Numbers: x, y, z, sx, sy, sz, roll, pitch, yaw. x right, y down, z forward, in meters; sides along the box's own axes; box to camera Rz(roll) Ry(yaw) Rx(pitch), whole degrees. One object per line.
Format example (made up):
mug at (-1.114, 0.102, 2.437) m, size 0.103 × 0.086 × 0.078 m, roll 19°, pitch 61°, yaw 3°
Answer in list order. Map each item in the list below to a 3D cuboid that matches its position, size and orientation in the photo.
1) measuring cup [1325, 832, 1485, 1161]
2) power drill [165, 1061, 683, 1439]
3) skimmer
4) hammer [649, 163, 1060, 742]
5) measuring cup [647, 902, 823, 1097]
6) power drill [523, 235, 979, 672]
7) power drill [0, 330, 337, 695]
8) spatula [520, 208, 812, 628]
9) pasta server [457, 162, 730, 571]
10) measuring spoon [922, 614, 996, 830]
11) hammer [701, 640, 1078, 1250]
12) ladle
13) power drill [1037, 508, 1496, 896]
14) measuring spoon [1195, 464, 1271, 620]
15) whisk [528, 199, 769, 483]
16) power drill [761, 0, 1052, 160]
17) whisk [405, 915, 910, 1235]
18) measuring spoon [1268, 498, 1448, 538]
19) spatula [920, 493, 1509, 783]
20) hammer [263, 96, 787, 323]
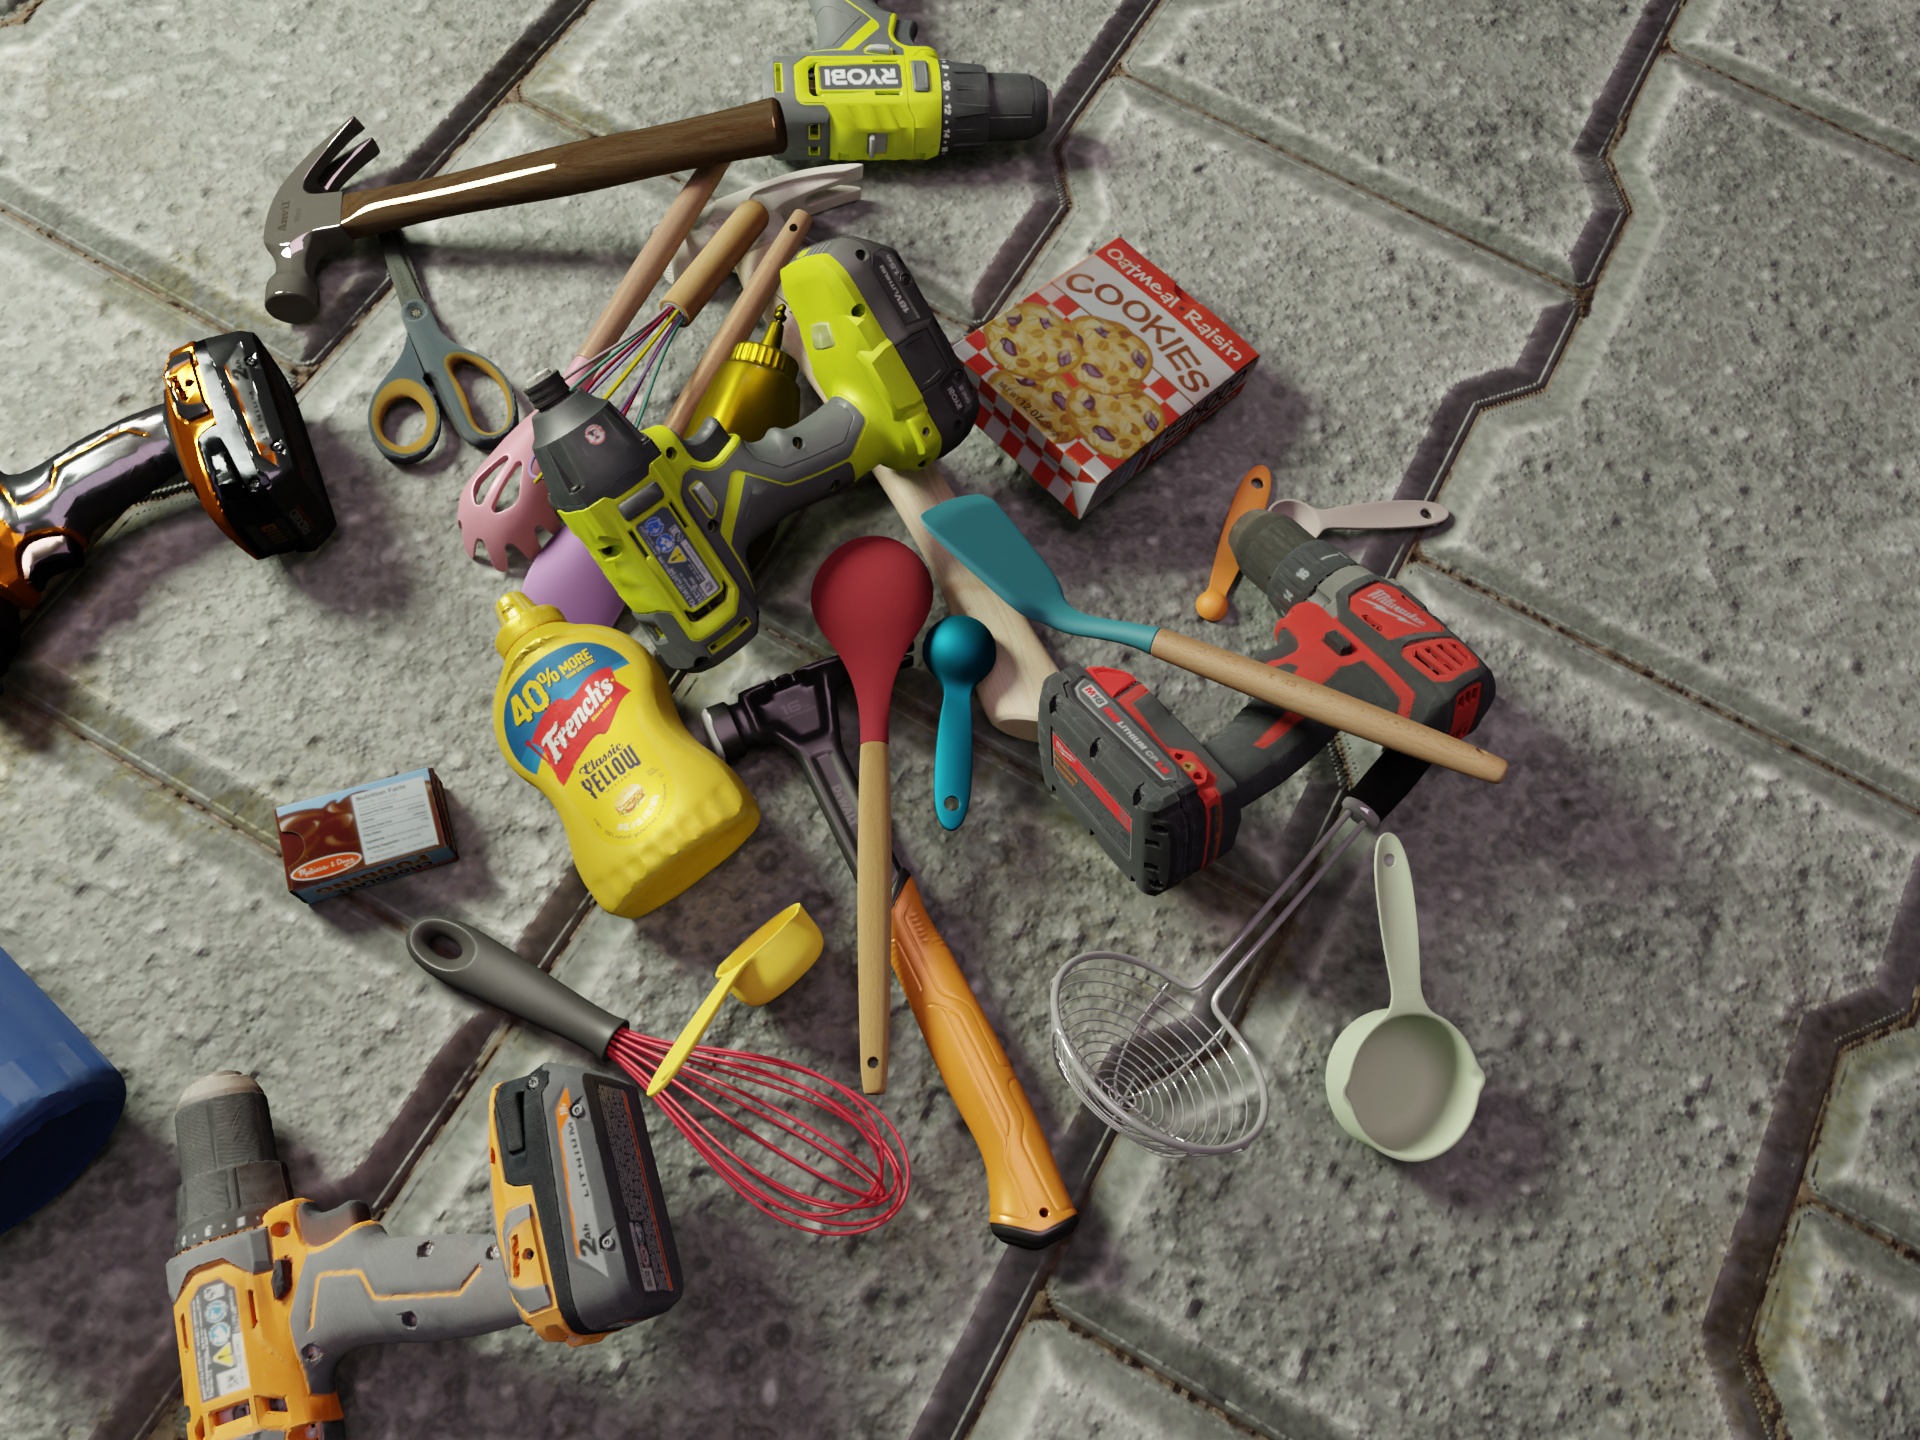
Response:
measuring cup at (0.224, 0.143, 0.833) m, size 0.083 × 0.038 × 0.167 m, roll -2°, pitch 84°, yaw -16°
power drill at (-0.261, 0.228, 0.739) m, size 0.226 × 0.084 × 0.185 m, roll -21°, pitch 69°, yaw 4°
skimmer at (0.187, 0.081, 0.850) m, size 0.127 × 0.090 × 0.363 m, roll 40°, pitch 69°, yaw 14°
hammer at (-0.035, -0.169, 0.967) m, size 0.146 × 0.038 × 0.411 m, roll -26°, pitch 72°, yaw -16°
measuring cup at (-0.110, 0.144, 0.782) m, size 0.029 × 0.062 × 0.156 m, roll 49°, pitch 28°, yaw -9°
power drill at (-0.112, -0.157, 0.858) m, size 0.223 × 0.080 × 0.171 m, roll -41°, pitch 115°, yaw -21°
power drill at (-0.475, -0.110, 0.880) m, size 0.226 × 0.084 × 0.164 m, roll -21°, pitch 71°, yaw -9°
spatula at (-0.169, -0.172, 0.938) m, size 0.060 × 0.018 × 0.316 m, roll 28°, pitch 79°, yaw 3°
pasta server at (-0.209, -0.232, 0.955) m, size 0.060 × 0.040 × 0.316 m, roll 24°, pitch 73°, yaw 10°
measuring spoon at (-0.001, -0.003, 0.867) m, size 0.042 × 0.021 × 0.129 m, roll 5°, pitch 65°, yaw -5°
hammer at (-0.018, 0.115, 0.848) m, size 0.127 × 0.034 × 0.337 m, roll -22°, pitch 71°, yaw -13°
ladle at (-0.047, 0.038, 0.846) m, size 0.069 × 0.031 × 0.316 m, roll -2°, pitch 70°, yaw 3°
power drill at (0.152, -0.024, 0.875) m, size 0.226 × 0.080 × 0.188 m, roll -27°, pitch 52°, yaw -18°
measuring spoon at (0.169, -0.111, 0.973) m, size 0.021 × 0.011 × 0.117 m, roll 22°, pitch 67°, yaw 4°
whisk at (-0.175, -0.224, 0.927) m, size 0.051 × 0.047 × 0.245 m, roll 25°, pitch 61°, yaw 7°
power drill at (-0.042, -0.479, 1.077) m, size 0.190 × 0.080 × 0.229 m, roll -3°, pitch 70°, yaw -6°
whisk at (-0.158, 0.171, 0.802) m, size 0.296 × 0.073 × 0.073 m, roll 26°, pitch 67°, yaw 12°
measuring spoon at (0.245, -0.122, 0.986) m, size 0.124 × 0.018 × 0.034 m, roll -6°, pitch 61°, yaw -15°
spatula at (0.126, -0.041, 0.813) m, size 0.318 × 0.044 × 0.082 m, roll 23°, pitch 24°, yaw 19°
hammer at (-0.269, -0.334, 0.976) m, size 0.331 × 0.031 × 0.130 m, roll -10°, pitch 66°, yaw 7°
